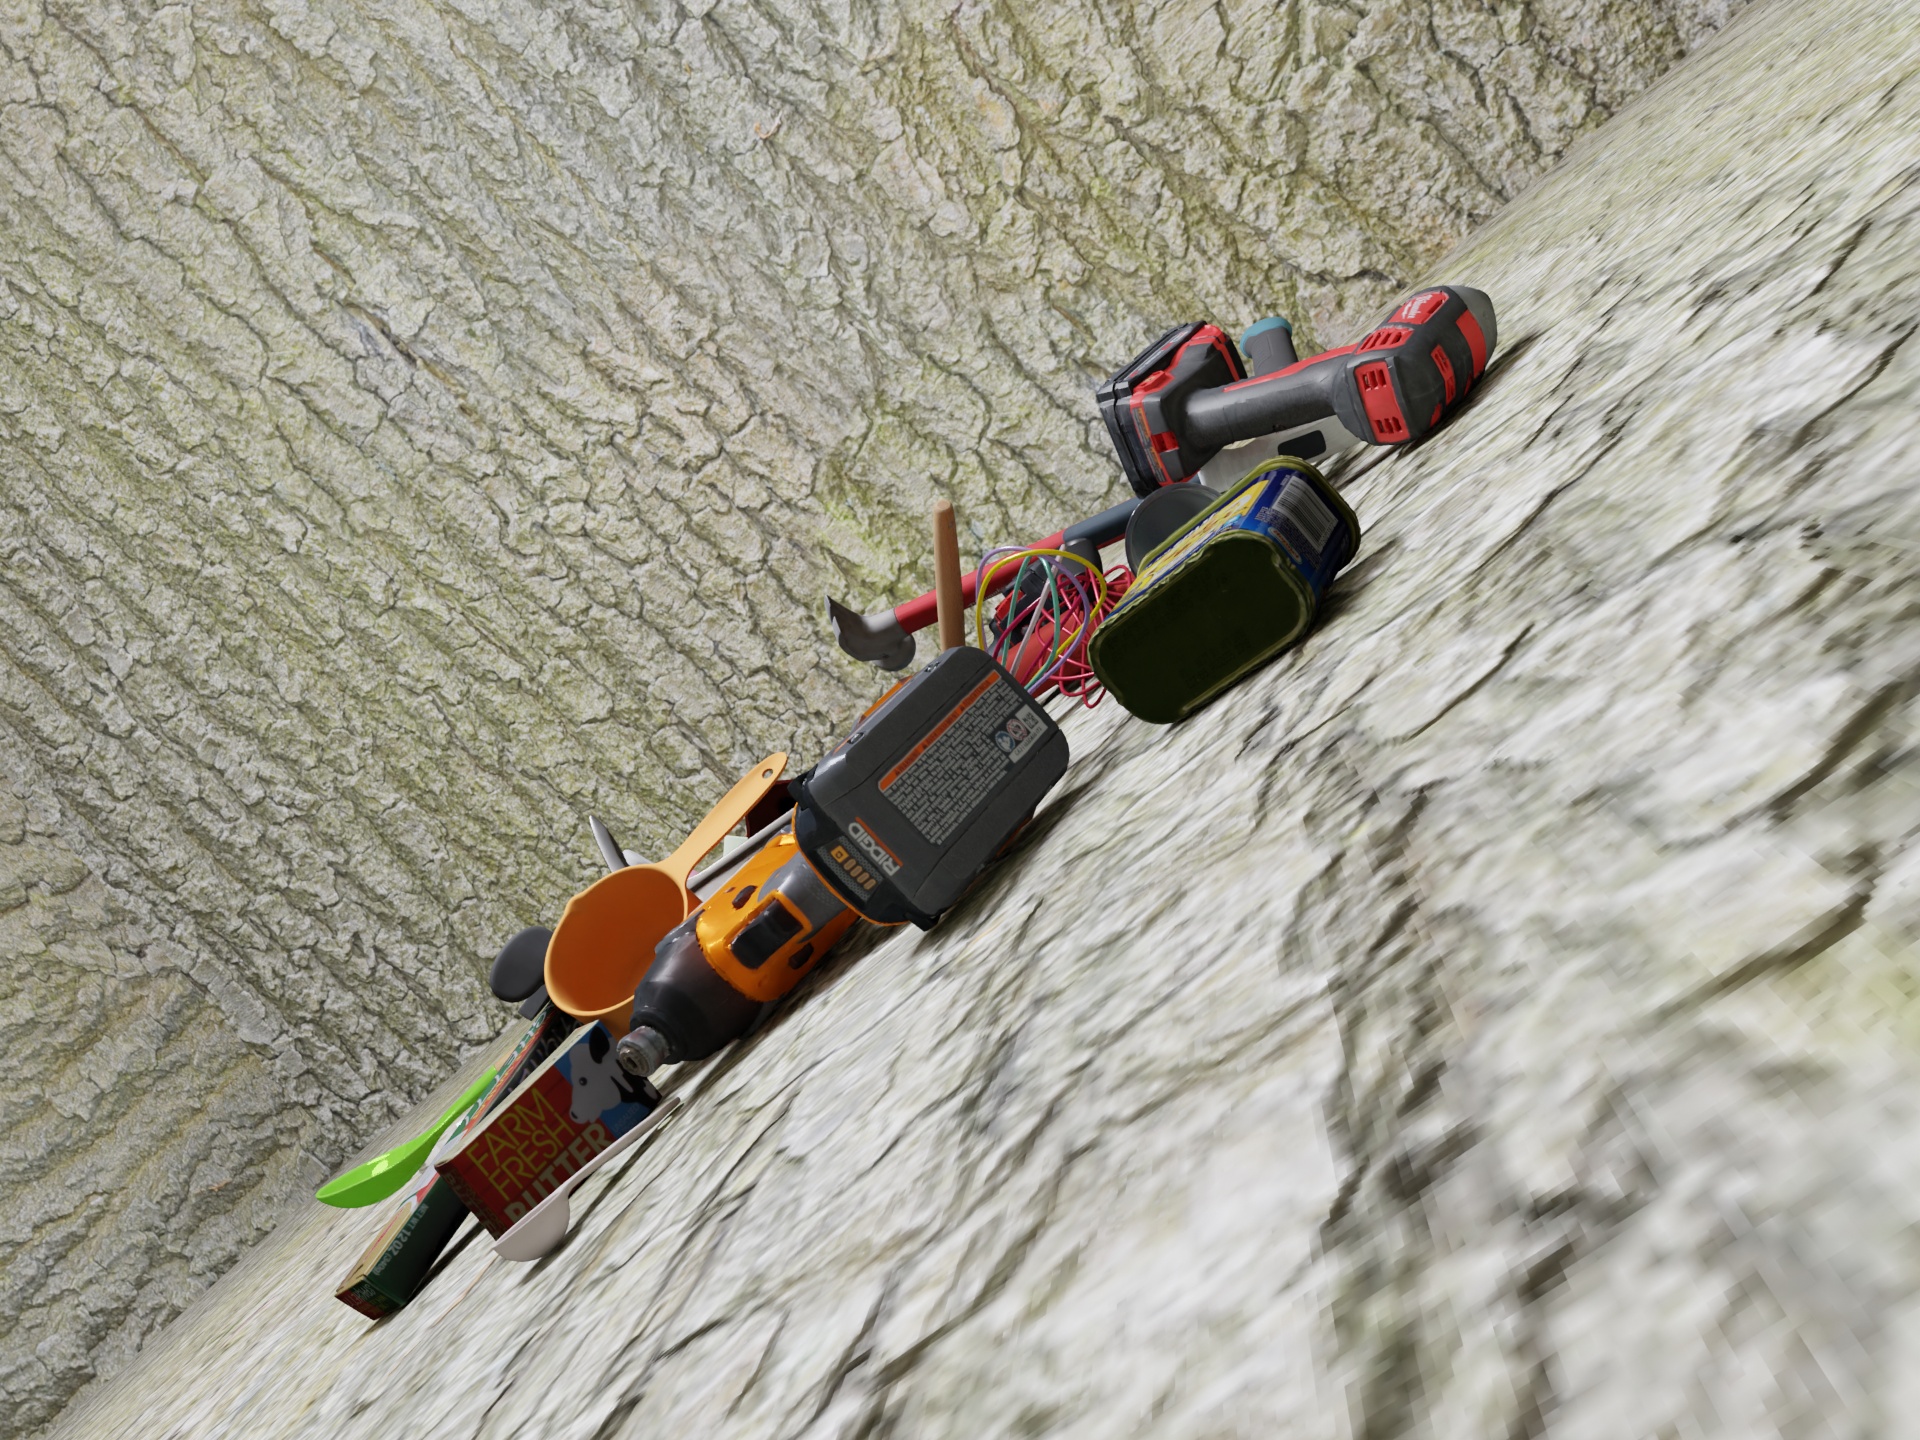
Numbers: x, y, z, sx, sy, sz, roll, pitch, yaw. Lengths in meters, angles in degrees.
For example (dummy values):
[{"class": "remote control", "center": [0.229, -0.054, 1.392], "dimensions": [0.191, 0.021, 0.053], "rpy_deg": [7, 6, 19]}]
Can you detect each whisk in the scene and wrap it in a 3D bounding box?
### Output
[{"class": "whisk", "center": [0.025, -0.012, 0.755], "dimensions": [0.047, 0.051, 0.244], "rpy_deg": [-20, -22, -17]}, {"class": "whisk", "center": [0.070, -0.067, 0.870], "dimensions": [0.073, 0.073, 0.296], "rpy_deg": [-39, 12, 10]}]

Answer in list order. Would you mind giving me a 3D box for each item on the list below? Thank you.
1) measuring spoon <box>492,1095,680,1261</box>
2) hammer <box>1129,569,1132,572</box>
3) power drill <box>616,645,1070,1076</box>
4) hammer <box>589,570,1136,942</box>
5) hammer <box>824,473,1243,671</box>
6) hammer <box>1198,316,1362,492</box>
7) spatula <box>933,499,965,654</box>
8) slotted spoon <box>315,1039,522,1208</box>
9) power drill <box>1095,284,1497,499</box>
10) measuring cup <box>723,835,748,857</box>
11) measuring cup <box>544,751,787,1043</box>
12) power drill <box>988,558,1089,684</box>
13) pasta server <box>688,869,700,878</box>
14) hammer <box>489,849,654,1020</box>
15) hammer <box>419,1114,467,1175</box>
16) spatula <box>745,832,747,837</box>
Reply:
[{"class": "measuring spoon", "center": [-0.152, 0.196, 0.681], "dimensions": [0.034, 0.018, 0.124], "rpy_deg": [-38, -3, 28]}, {"class": "hammer", "center": [0.220, -0.185, 1.303], "dimensions": [0.409, 0.036, 0.149], "rpy_deg": [-40, 3, -12]}, {"class": "power drill", "center": [-0.065, 0.076, 0.714], "dimensions": [0.226, 0.084, 0.164], "rpy_deg": [-42, 2, 45]}, {"class": "hammer", "center": [-0.037, 0.014, 0.940], "dimensions": [0.359, 0.149, 0.036], "rpy_deg": [-35, -34, -16]}, {"class": "hammer", "center": [0.086, -0.137, 1.172], "dimensions": [0.386, 0.038, 0.143], "rpy_deg": [-24, -14, 11]}, {"class": "hammer", "center": [0.233, -0.245, 1.163], "dimensions": [0.128, 0.033, 0.331], "rpy_deg": [-16, 23, 14]}, {"class": "spatula", "center": [-0.014, -0.047, 1.166], "dimensions": [0.082, 0.044, 0.317], "rpy_deg": [-41, -29, -26]}, {"class": "slotted spoon", "center": [-0.274, 0.211, 1.022], "dimensions": [0.314, 0.031, 0.070], "rpy_deg": [-39, 5, -9]}, {"class": "power drill", "center": [0.204, -0.202, 0.939], "dimensions": [0.220, 0.078, 0.143], "rpy_deg": [-3, 31, 44]}, {"class": "measuring cup", "center": [-0.110, 0.104, 1.100], "dimensions": [0.083, 0.038, 0.167], "rpy_deg": [4, -7, 14]}, {"class": "measuring cup", "center": [-0.139, 0.094, 0.839], "dimensions": [0.095, 0.052, 0.173], "rpy_deg": [26, 69, 43]}, {"class": "power drill", "center": [-0.002, -0.003, 1.049], "dimensions": [0.226, 0.080, 0.188], "rpy_deg": [-43, 4, -2]}, {"class": "pasta server", "center": [-0.164, 0.133, 1.104], "dimensions": [0.060, 0.040, 0.316], "rpy_deg": [-37, 14, -21]}, {"class": "hammer", "center": [-0.270, 0.159, 1.074], "dimensions": [0.146, 0.035, 0.335], "rpy_deg": [-58, 2, -6]}, {"class": "hammer", "center": [-0.264, 0.238, 1.087], "dimensions": [0.146, 0.038, 0.410], "rpy_deg": [-41, 4, -37]}, {"class": "spatula", "center": [-0.200, 0.157, 1.324], "dimensions": [0.322, 0.081, 0.041], "rpy_deg": [-41, 43, 46]}]
